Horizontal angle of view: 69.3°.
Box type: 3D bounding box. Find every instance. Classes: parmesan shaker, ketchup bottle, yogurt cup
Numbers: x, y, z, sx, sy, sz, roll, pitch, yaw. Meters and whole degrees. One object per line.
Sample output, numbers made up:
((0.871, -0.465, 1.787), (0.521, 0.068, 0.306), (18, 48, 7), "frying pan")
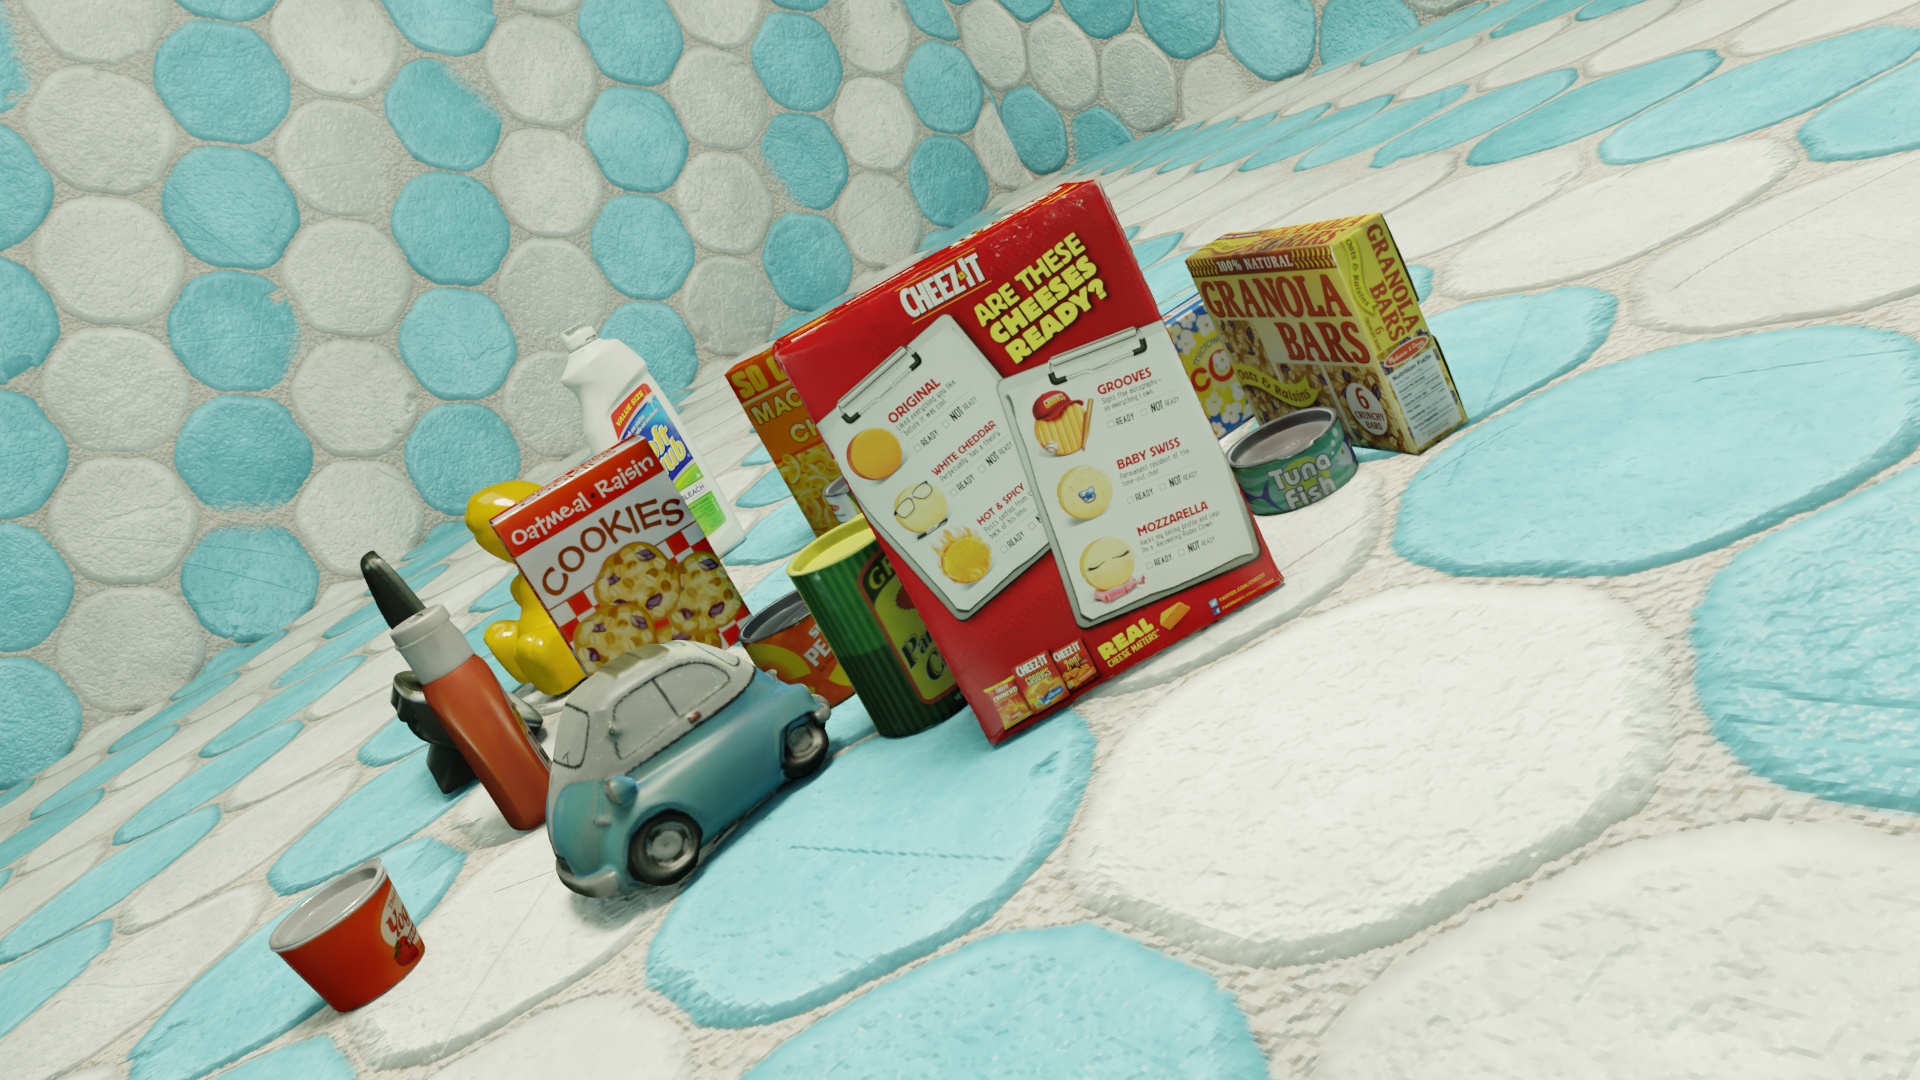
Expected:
((-0.037, 0.042, 0.732), (0.071, 0.103, 0.071), (-26, 16, 8), "parmesan shaker")
((-0.303, 0.111, 0.875), (0.044, 0.148, 0.064), (-34, 17, -20), "ketchup bottle")
((-0.333, 0.219, 0.761), (0.072, 0.054, 0.072), (-26, 16, 8), "yogurt cup")

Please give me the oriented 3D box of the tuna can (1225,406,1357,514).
((0.182, -0.043, 0.761), (0.071, 0.032, 0.071), (-26, 16, 8), "tuna can")

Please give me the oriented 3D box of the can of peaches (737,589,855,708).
((-0.089, 0.065, 0.829), (0.071, 0.058, 0.071), (-26, 16, 8), "can of peaches")

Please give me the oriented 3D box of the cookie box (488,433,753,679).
((-0.243, 0.025, 1.009), (0.123, 0.167, 0.040), (-34, 16, -19), "cookie box")

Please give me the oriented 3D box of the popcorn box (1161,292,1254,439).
((0.148, -0.106, 0.917), (0.127, 0.085, 0.038), (-34, 16, -19), "popcorn box")

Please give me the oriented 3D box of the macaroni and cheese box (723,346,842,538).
((-0.097, -0.092, 1.133), (0.123, 0.166, 0.040), (-24, 16, 16), "macaroni and cheese box")

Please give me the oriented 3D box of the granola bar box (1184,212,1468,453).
((0.203, -0.118, 0.791), (0.039, 0.124, 0.165), (-31, 16, -11), "granola bar box")

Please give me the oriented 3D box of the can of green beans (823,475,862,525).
((-0.063, -0.027, 1.072), (0.071, 0.057, 0.071), (-26, 16, 8), "can of green beans")

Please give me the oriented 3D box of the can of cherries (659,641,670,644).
((-0.194, 0.106, 0.875), (0.071, 0.058, 0.072), (-26, 16, 8), "can of cherries")
